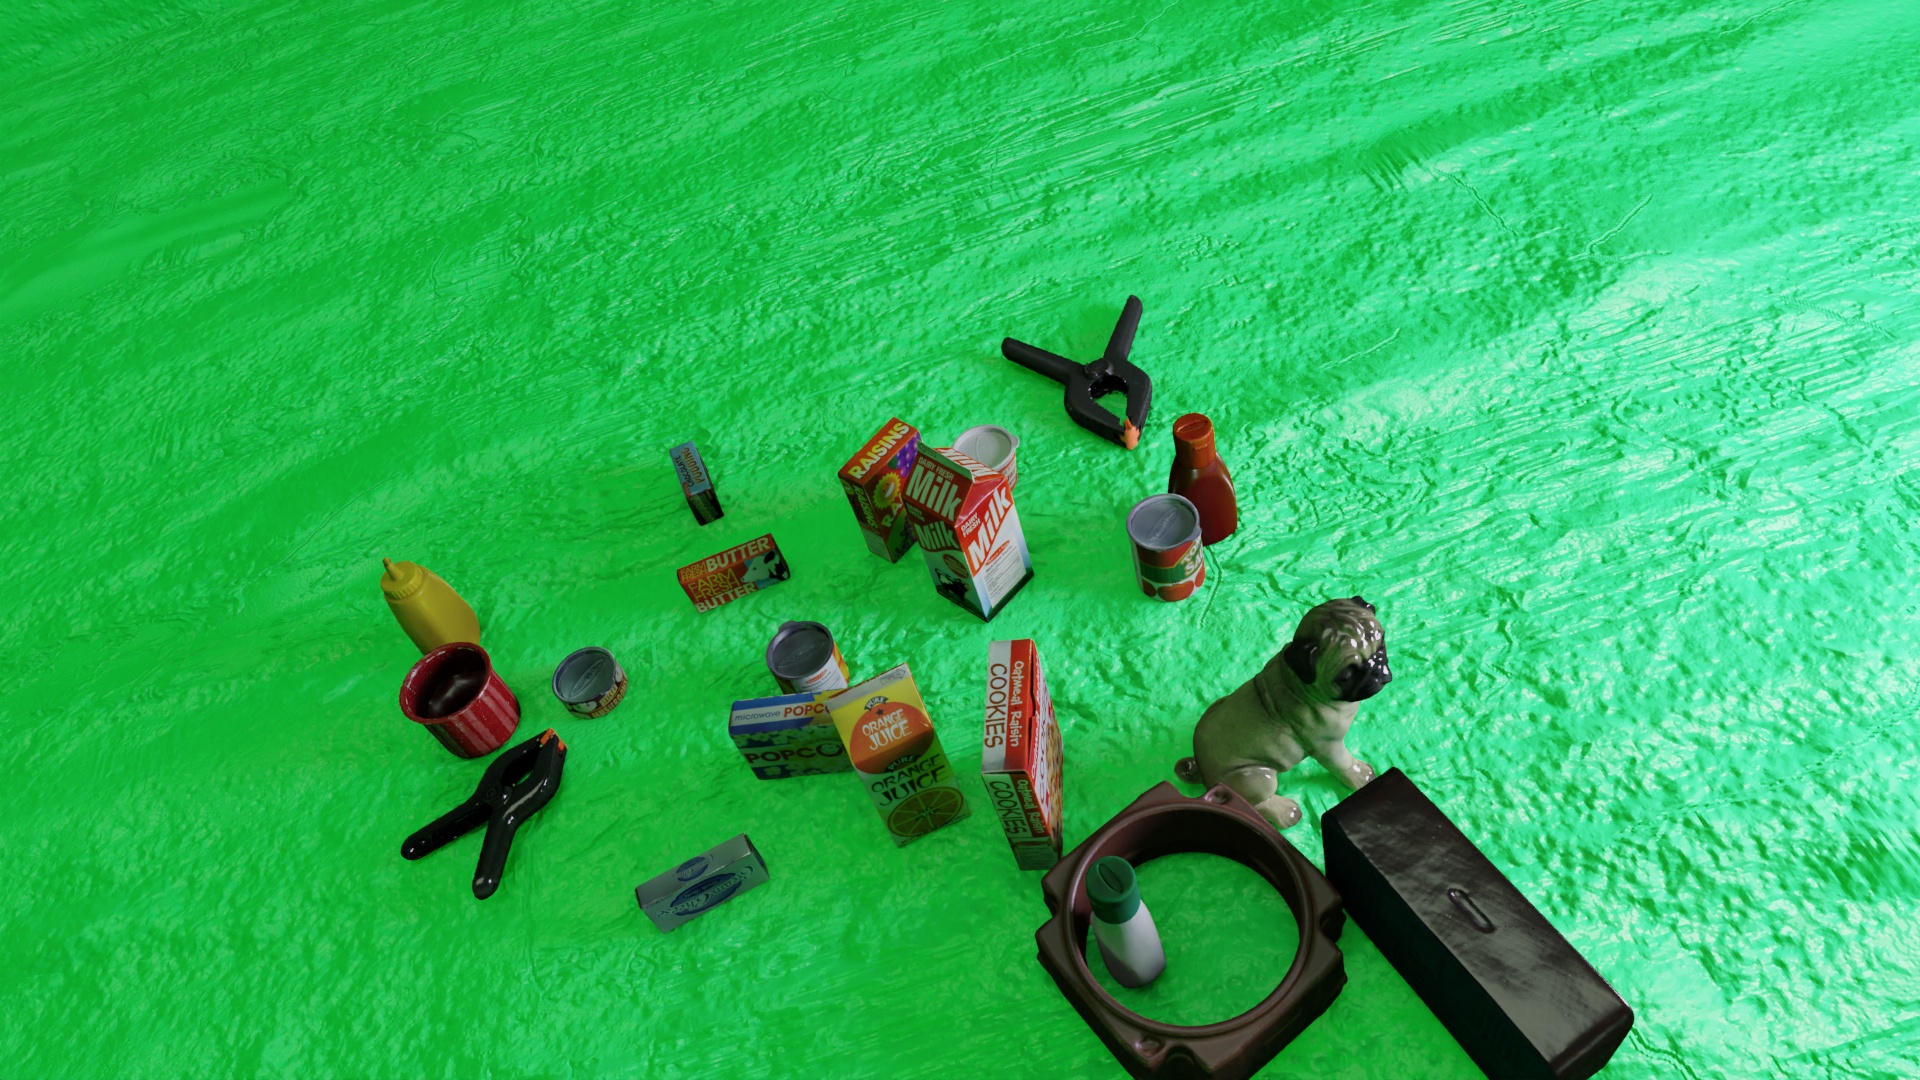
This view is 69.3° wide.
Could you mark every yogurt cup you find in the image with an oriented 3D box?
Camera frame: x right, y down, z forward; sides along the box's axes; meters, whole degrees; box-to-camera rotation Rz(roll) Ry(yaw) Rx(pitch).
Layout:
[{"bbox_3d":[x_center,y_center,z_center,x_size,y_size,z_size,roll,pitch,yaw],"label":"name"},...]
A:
[{"bbox_3d":[0.027,-0.077,1.425,0.072,0.053,0.073,-8,50,9],"label":"yogurt cup"}]

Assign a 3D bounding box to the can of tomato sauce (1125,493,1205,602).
[{"bbox_3d":[0.194,0.008,1.290,0.071,0.082,0.071,-8,50,9],"label":"can of tomato sauce"}]

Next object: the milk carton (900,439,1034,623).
[{"bbox_3d":[0.005,-0.016,1.291,0.072,0.189,0.074,30,64,33],"label":"milk carton"}]

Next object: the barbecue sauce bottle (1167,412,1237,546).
[{"bbox_3d":[0.222,-0.056,1.292,0.065,0.147,0.044,-19,49,0],"label":"barbecue sauce bottle"}]

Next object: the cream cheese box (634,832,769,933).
[{"bbox_3d":[-0.219,0.293,1.186,0.104,0.053,0.024,-26,50,-7],"label":"cream cheese box"}]

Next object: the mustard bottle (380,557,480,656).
[{"bbox_3d":[-0.538,0.064,1.391,0.049,0.159,0.065,-8,50,9],"label":"mustard bottle"}]

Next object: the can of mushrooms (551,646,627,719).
[{"bbox_3d":[-0.362,0.141,1.363,0.071,0.033,0.071,-8,50,9],"label":"can of mushrooms"}]

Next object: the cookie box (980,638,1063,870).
[{"bbox_3d":[0.054,0.176,1.133,0.040,0.166,0.123,-5,50,11],"label":"cookie box"}]

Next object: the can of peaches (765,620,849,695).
[{"bbox_3d":[-0.144,0.117,1.308,0.071,0.057,0.071,-8,50,9],"label":"can of peaches"}]

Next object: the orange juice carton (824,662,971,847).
[{"bbox_3d":[-0.054,0.170,1.151,0.072,0.191,0.073,-24,49,-4],"label":"orange juice carton"}]

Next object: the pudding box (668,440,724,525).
[{"bbox_3d":[-0.286,-0.063,1.500,0.030,0.049,0.084,-24,49,-5],"label":"pudding box"}]

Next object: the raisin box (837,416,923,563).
[{"bbox_3d":[-0.067,-0.049,1.382,0.040,0.122,0.086,28,63,32],"label":"raisin box"}]

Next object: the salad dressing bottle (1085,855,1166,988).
[{"bbox_3d":[0.121,0.285,1.038,0.044,0.147,0.064,-33,51,-12],"label":"salad dressing bottle"}]

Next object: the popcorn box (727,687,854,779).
[{"bbox_3d":[-0.133,0.173,1.241,0.127,0.084,0.038,-8,50,9],"label":"popcorn box"}]

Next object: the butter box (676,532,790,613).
[{"bbox_3d":[-0.229,0.033,1.403,0.103,0.053,0.024,-21,49,-3],"label":"butter box"}]
